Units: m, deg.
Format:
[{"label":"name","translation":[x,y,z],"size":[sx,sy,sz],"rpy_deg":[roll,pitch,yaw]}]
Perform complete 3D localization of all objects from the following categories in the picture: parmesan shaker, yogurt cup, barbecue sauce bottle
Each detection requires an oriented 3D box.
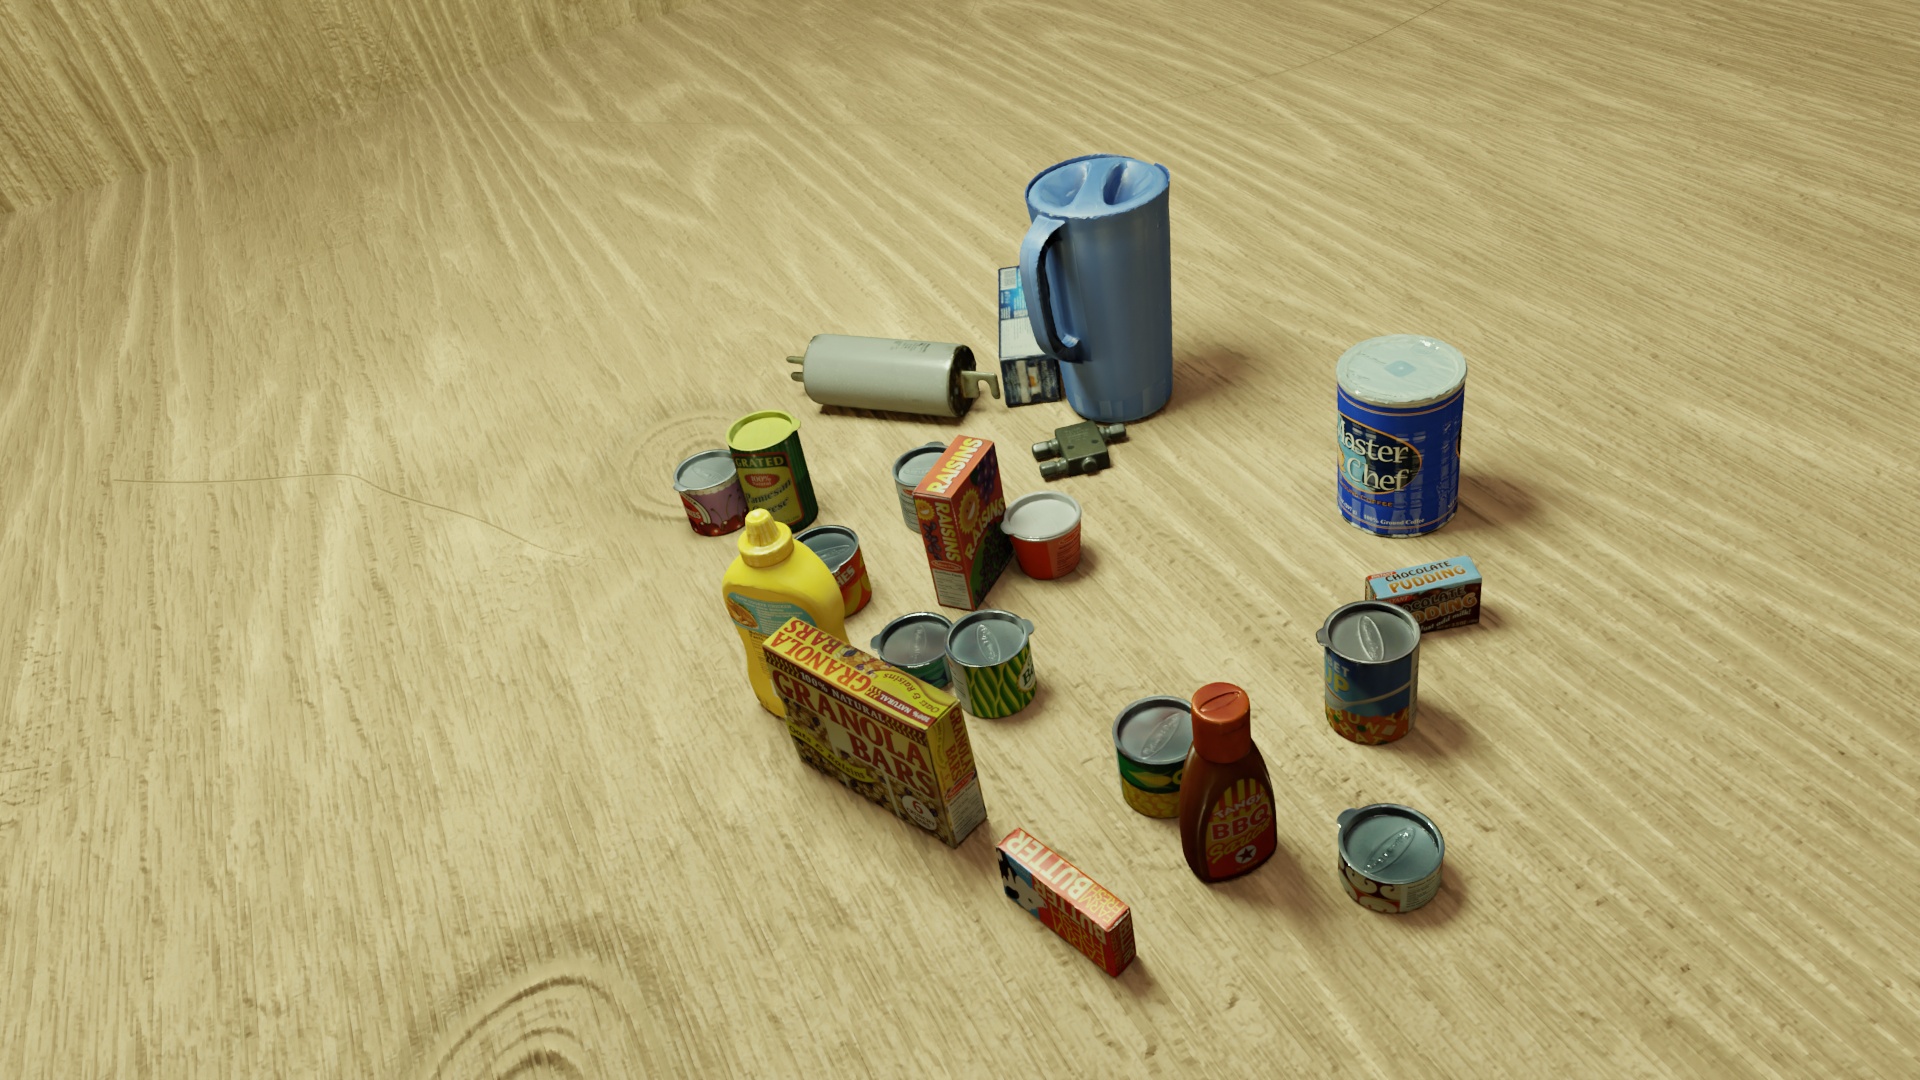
[{"label":"parmesan shaker","translation":[-0.173,-0.063,1.309],"size":[0.071,0.102,0.072],"rpy_deg":[-7,37,6]},{"label":"yogurt cup","translation":[0.074,-0.003,1.207],"size":[0.072,0.053,0.073],"rpy_deg":[-7,38,6]},{"label":"barbecue sauce bottle","translation":[0.171,0.156,0.900],"size":[0.065,0.147,0.044],"rpy_deg":[-21,38,-12]}]

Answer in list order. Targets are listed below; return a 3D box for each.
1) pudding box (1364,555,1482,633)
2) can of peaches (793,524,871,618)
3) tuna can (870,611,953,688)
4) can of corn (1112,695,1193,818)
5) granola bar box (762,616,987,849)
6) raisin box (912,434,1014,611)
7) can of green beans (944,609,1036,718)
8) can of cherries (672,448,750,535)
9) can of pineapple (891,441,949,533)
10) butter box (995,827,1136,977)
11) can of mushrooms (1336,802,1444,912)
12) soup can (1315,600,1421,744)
[{"label":"pudding box","translation":[0.358,0.045,1.075],"size":[0.084,0.049,0.030],"rpy_deg":[-11,37,0]},{"label":"can of peaches","translation":[-0.115,0.030,1.211],"size":[0.071,0.057,0.071],"rpy_deg":[-7,38,6]},{"label":"tuna can","translation":[-0.036,0.092,1.131],"size":[0.071,0.032,0.071],"rpy_deg":[-7,38,6]},{"label":"can of corn","translation":[0.145,0.154,0.983],"size":[0.071,0.058,0.071],"rpy_deg":[-7,38,6]},{"label":"granola bar box","translation":[-0.064,0.138,1.004],"size":[0.166,0.123,0.039],"rpy_deg":[22,49,36]},{"label":"raisin box","translation":[0.004,-0.015,1.184],"size":[0.040,0.122,0.086],"rpy_deg":[11,43,27]},{"label":"can of green beans","translation":[0.024,0.097,1.089],"size":[0.071,0.057,0.071],"rpy_deg":[-7,38,6]},{"label":"can of cherries","translation":[-0.239,-0.045,1.339],"size":[0.071,0.058,0.072],"rpy_deg":[-7,38,6]},{"label":"can of pineapple","translation":[-0.025,-0.048,1.288],"size":[0.071,0.057,0.071],"rpy_deg":[-7,38,6]},{"label":"butter box","translation":[0.069,0.234,0.904],"size":[0.024,0.052,0.103],"rpy_deg":[-35,43,-27]},{"label":"can of mushrooms","translation":[0.277,0.205,0.904],"size":[0.071,0.033,0.071],"rpy_deg":[-7,38,6]},{"label":"soup can","translation":[0.292,0.095,0.999],"size":[0.071,0.083,0.072],"rpy_deg":[-7,37,6]}]
